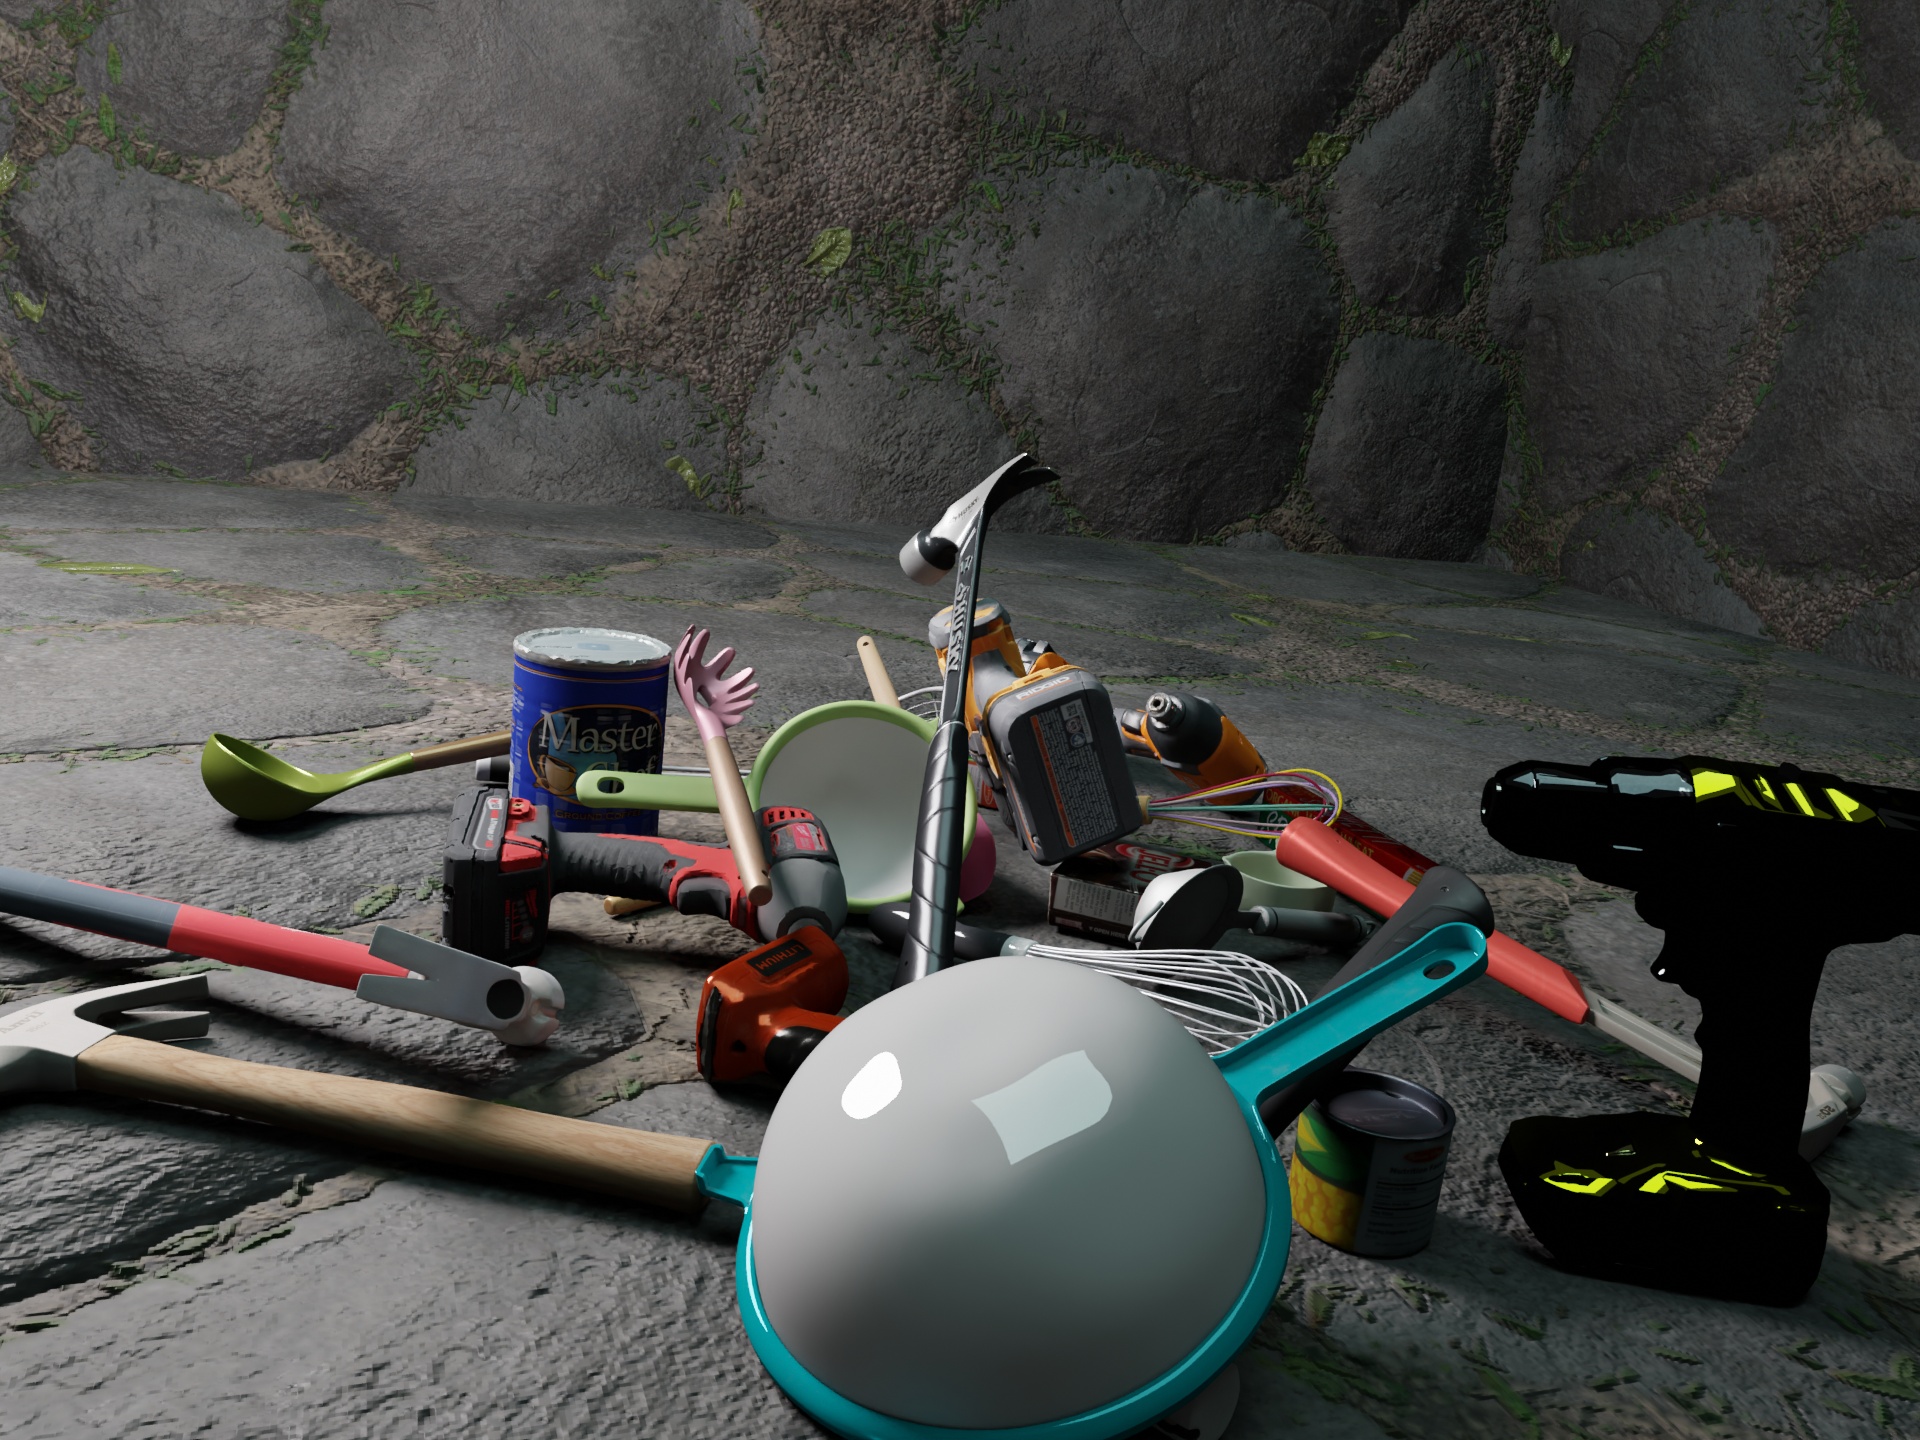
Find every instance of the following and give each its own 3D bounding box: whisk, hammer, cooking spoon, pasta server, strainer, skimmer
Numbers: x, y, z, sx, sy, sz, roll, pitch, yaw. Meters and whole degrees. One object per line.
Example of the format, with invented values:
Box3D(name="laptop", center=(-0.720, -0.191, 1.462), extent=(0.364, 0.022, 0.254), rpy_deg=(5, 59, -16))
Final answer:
Box3D(name="whisk", center=(0.062, 0.140, 0.897), extent=(0.285, 0.070, 0.070), rpy_deg=(10, 13, 34))
Box3D(name="hammer", center=(0.132, 0.155, 0.682), extent=(0.146, 0.035, 0.335), rpy_deg=(15, 36, 40))
Box3D(name="hammer", center=(-0.002, -0.003, 0.990), extent=(0.036, 0.149, 0.409), rpy_deg=(28, 45, -25))
Box3D(name="cooking spoon", center=(-0.037, 0.028, 1.155), extent=(0.069, 0.017, 0.319), rpy_deg=(-24, 39, 0))
Box3D(name="pasta server", center=(-0.137, 0.021, 0.948), extent=(0.060, 0.040, 0.316), rpy_deg=(38, 9, -27))
Box3D(name="strainer", center=(0.067, 0.129, 0.605), extent=(0.340, 0.095, 0.211), rpy_deg=(-24, 31, -19))
Box3D(name="hammer", center=(-0.266, 0.166, 0.684), extent=(0.331, 0.031, 0.130), rpy_deg=(9, 14, 7))
Box3D(name="strainer", center=(0.181, 0.125, 0.993), extent=(0.258, 0.087, 0.050), rpy_deg=(10, 25, -41))
Box3D(name="hammer", center=(-0.396, 0.100, 0.786), extent=(0.386, 0.038, 0.143), rpy_deg=(8, -16, 19))
Box3D(name="skimmer", center=(-0.180, 0.013, 1.217), extent=(0.363, 0.090, 0.127), rpy_deg=(2, 20, -15))
Box3D(name="strainer", center=(-0.120, 0.063, 1.043), extent=(0.256, 0.152, 0.069), rpy_deg=(4, -29, -7))
Box3D(name="whisk", center=(0.164, 0.064, 1.192), extent=(0.245, 0.047, 0.051), rpy_deg=(-3, 5, 25))
Box3D(name="hammer", center=(0.326, 0.149, 0.935), extent=(0.149, 0.036, 0.359), rpy_deg=(-5, 25, -41))

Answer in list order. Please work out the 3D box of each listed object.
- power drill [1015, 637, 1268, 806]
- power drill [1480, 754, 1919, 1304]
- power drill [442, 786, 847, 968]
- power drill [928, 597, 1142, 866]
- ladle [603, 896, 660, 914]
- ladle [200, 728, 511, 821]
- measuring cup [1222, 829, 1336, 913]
Box3D(name="power drill", center=(0.131, -0.001, 1.337), extent=(0.227, 0.084, 0.164), rpy_deg=(17, -13, 38))
Box3D(name="power drill", center=(0.312, 0.125, 0.697), extent=(0.190, 0.228, 0.080), rpy_deg=(8, 14, 4))
Box3D(name="power drill", center=(-0.173, 0.095, 0.894), extent=(0.219, 0.078, 0.143), rpy_deg=(2, 18, -14))
Box3D(name="power drill", center=(0.049, 0.025, 1.106), extent=(0.084, 0.185, 0.226), rpy_deg=(-21, 21, -9))
Box3D(name="ladle", center=(-0.118, 0.088, 1.083), extent=(0.069, 0.031, 0.315), rpy_deg=(19, 20, 34))
Box3D(name="ladle", center=(-0.363, 0.013, 1.123), extent=(0.320, 0.062, 0.078), rpy_deg=(-13, 25, -34))
Box3D(name="measuring cup", center=(0.229, 0.111, 1.129), extent=(0.083, 0.038, 0.167), rpy_deg=(10, 11, 13))
